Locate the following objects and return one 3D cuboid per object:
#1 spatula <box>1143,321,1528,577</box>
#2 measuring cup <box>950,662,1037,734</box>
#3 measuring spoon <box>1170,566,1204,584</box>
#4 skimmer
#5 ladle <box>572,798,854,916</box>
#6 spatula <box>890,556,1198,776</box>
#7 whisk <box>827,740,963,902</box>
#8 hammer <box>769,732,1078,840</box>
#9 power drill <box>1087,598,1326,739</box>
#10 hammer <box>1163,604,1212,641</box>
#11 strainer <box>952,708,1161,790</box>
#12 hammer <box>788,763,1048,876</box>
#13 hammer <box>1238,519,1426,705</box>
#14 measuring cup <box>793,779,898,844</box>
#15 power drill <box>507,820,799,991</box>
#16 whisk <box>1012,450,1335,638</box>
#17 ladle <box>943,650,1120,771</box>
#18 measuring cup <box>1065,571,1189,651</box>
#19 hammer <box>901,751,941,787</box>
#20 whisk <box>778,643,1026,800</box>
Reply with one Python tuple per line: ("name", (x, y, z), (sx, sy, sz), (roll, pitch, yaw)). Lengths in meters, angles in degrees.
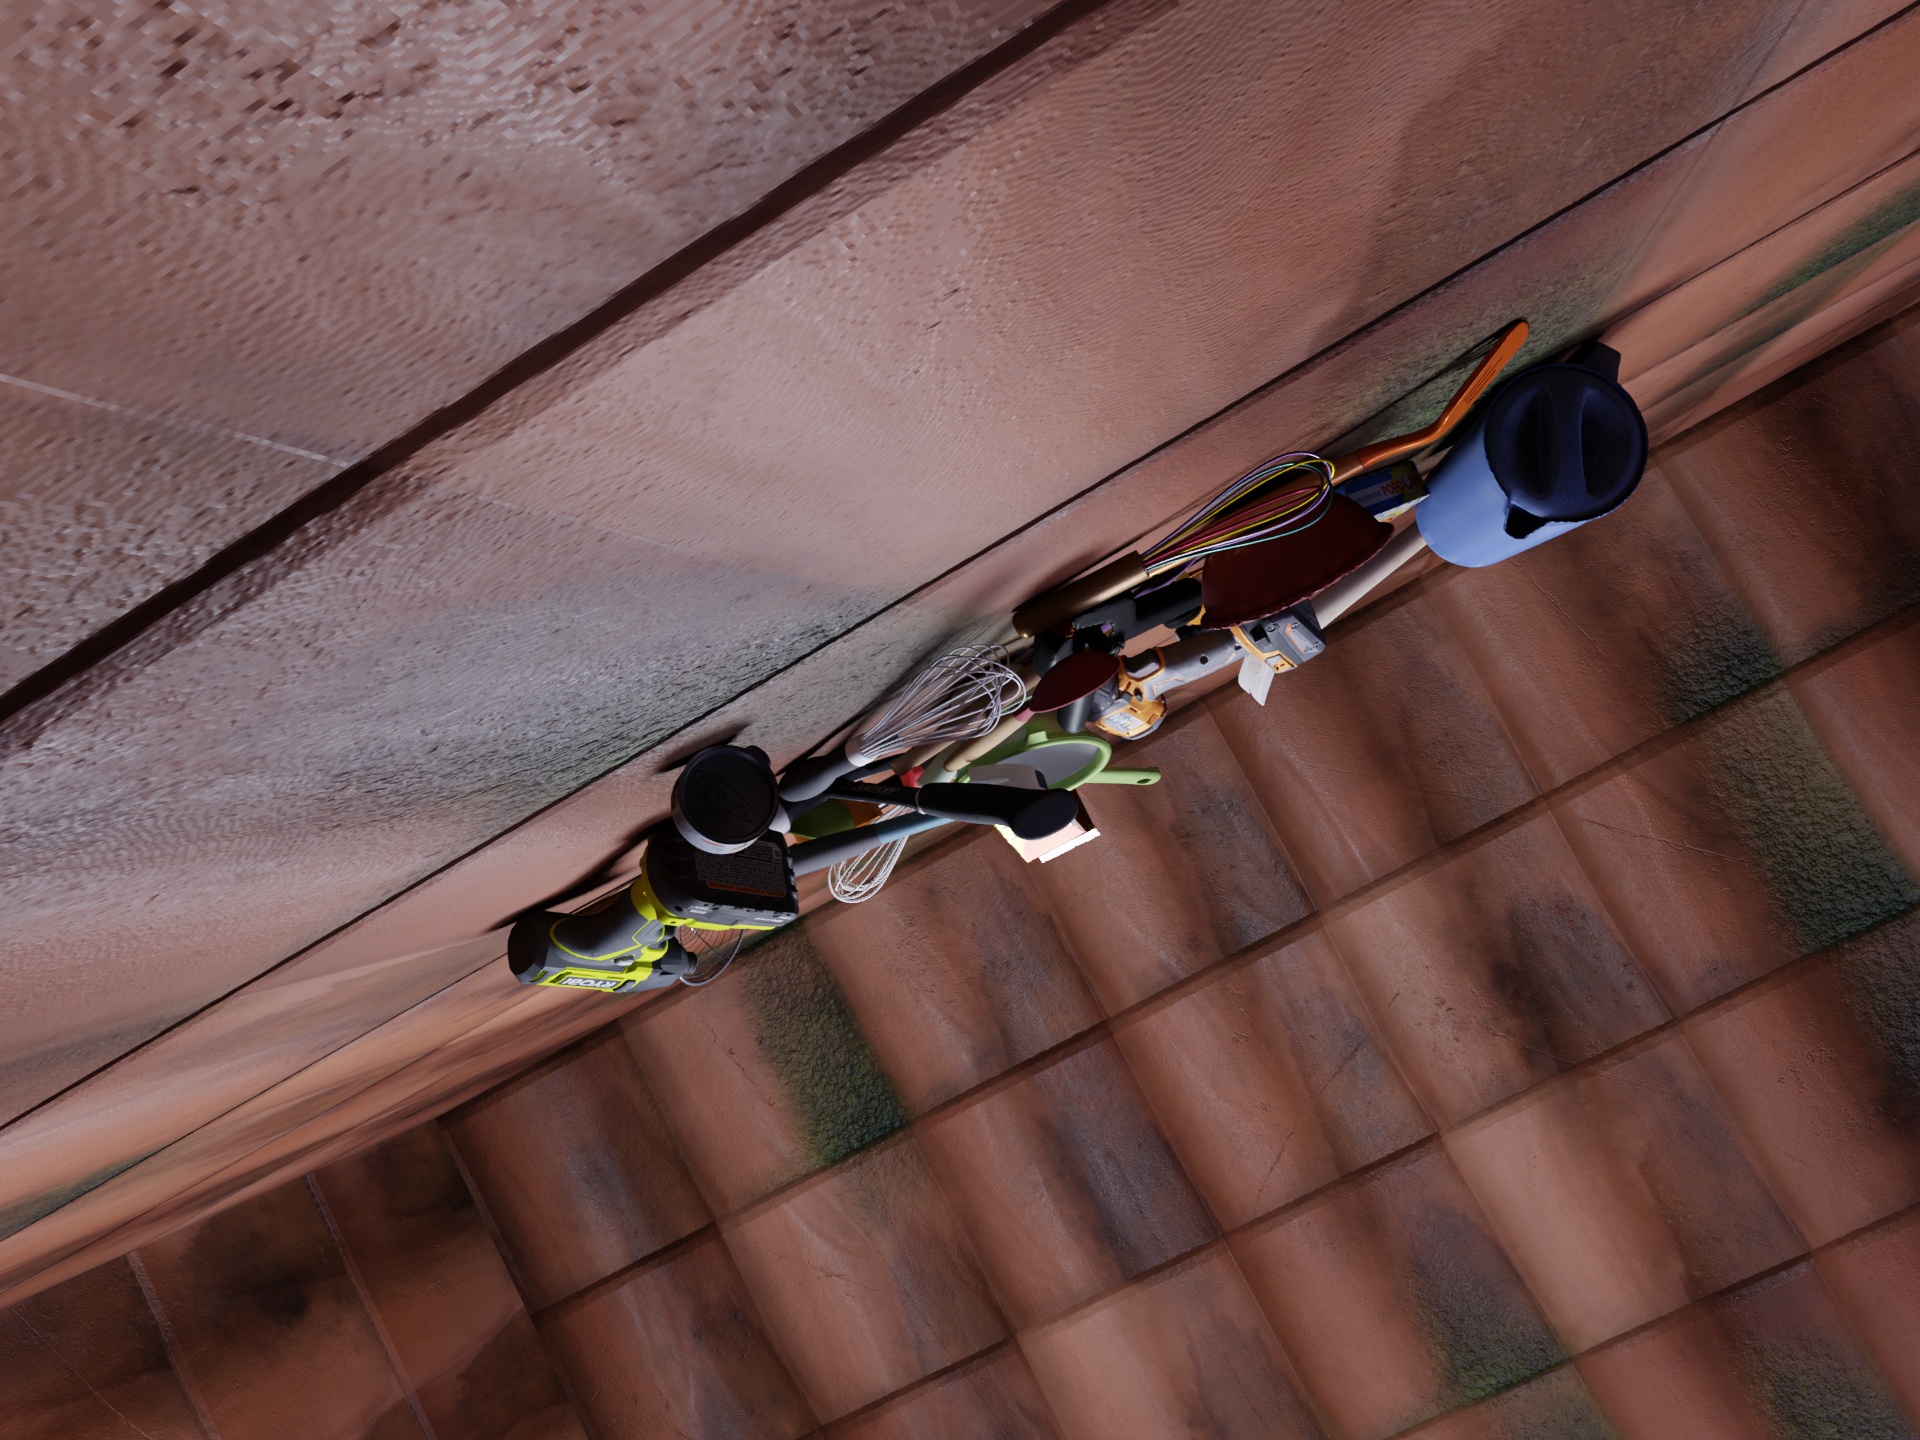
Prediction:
("spatula", (0.261, -0.184, 1.141), (0.322, 0.041, 0.081), (-27, 175, 24))
("measuring cup", (-0.002, -0.004, 1.380), (0.167, 0.038, 0.083), (-29, 175, 41))
("measuring spoon", (0.197, -0.129, 1.363), (0.117, 0.011, 0.021), (-26, -177, 11))
("skimmer", (-0.162, 0.157, 1.728), (0.363, 0.090, 0.127), (-31, 142, 0))
("ladle", (-0.247, 0.148, 1.454), (0.320, 0.062, 0.078), (-26, -176, 0))
("spatula", (0.073, -0.048, 1.277), (0.316, 0.018, 0.059), (-35, 174, -16))
("whisk", (-0.037, 0.071, 1.491), (0.246, 0.059, 0.058), (-50, -151, -3))
("hammer", (-0.029, 0.058, 1.227), (0.149, 0.036, 0.409), (-30, -166, -25))
("power drill", (0.191, -0.064, 1.418), (0.226, 0.084, 0.185), (-27, 154, 22))
("hammer", (0.258, -0.113, 1.627), (0.127, 0.034, 0.337), (-29, 174, 15))
("strainer", (0.094, 0.026, 1.484), (0.256, 0.069, 0.151), (4, 150, -44))
("hammer", (-0.083, 0.103, 1.383), (0.331, 0.033, 0.128), (-18, 165, 3))
("hammer", (0.437, -0.167, 1.596), (0.410, 0.038, 0.146), (-37, 158, -17))
("measuring cup", (-0.102, 0.083, 1.573), (0.095, 0.052, 0.173), (-32, 174, 33))
("power drill", (-0.241, 0.163, 1.308), (0.171, 0.080, 0.223), (15, 143, -43))
("whisk", (0.148, -0.116, 1.104), (0.245, 0.051, 0.047), (-27, 180, 13))
("ladle", (0.040, 0.001, 1.228), (0.069, 0.031, 0.315), (-36, 179, -24))
("measuring cup", (0.130, -0.076, 1.349), (0.156, 0.062, 0.029), (-38, -174, -5))
("hammer", (0.118, -0.012, 1.642), (0.386, 0.038, 0.143), (-23, 176, 7))
("whisk", (-0.054, 0.012, 1.205), (0.070, 0.070, 0.284), (-22, 176, -45))
